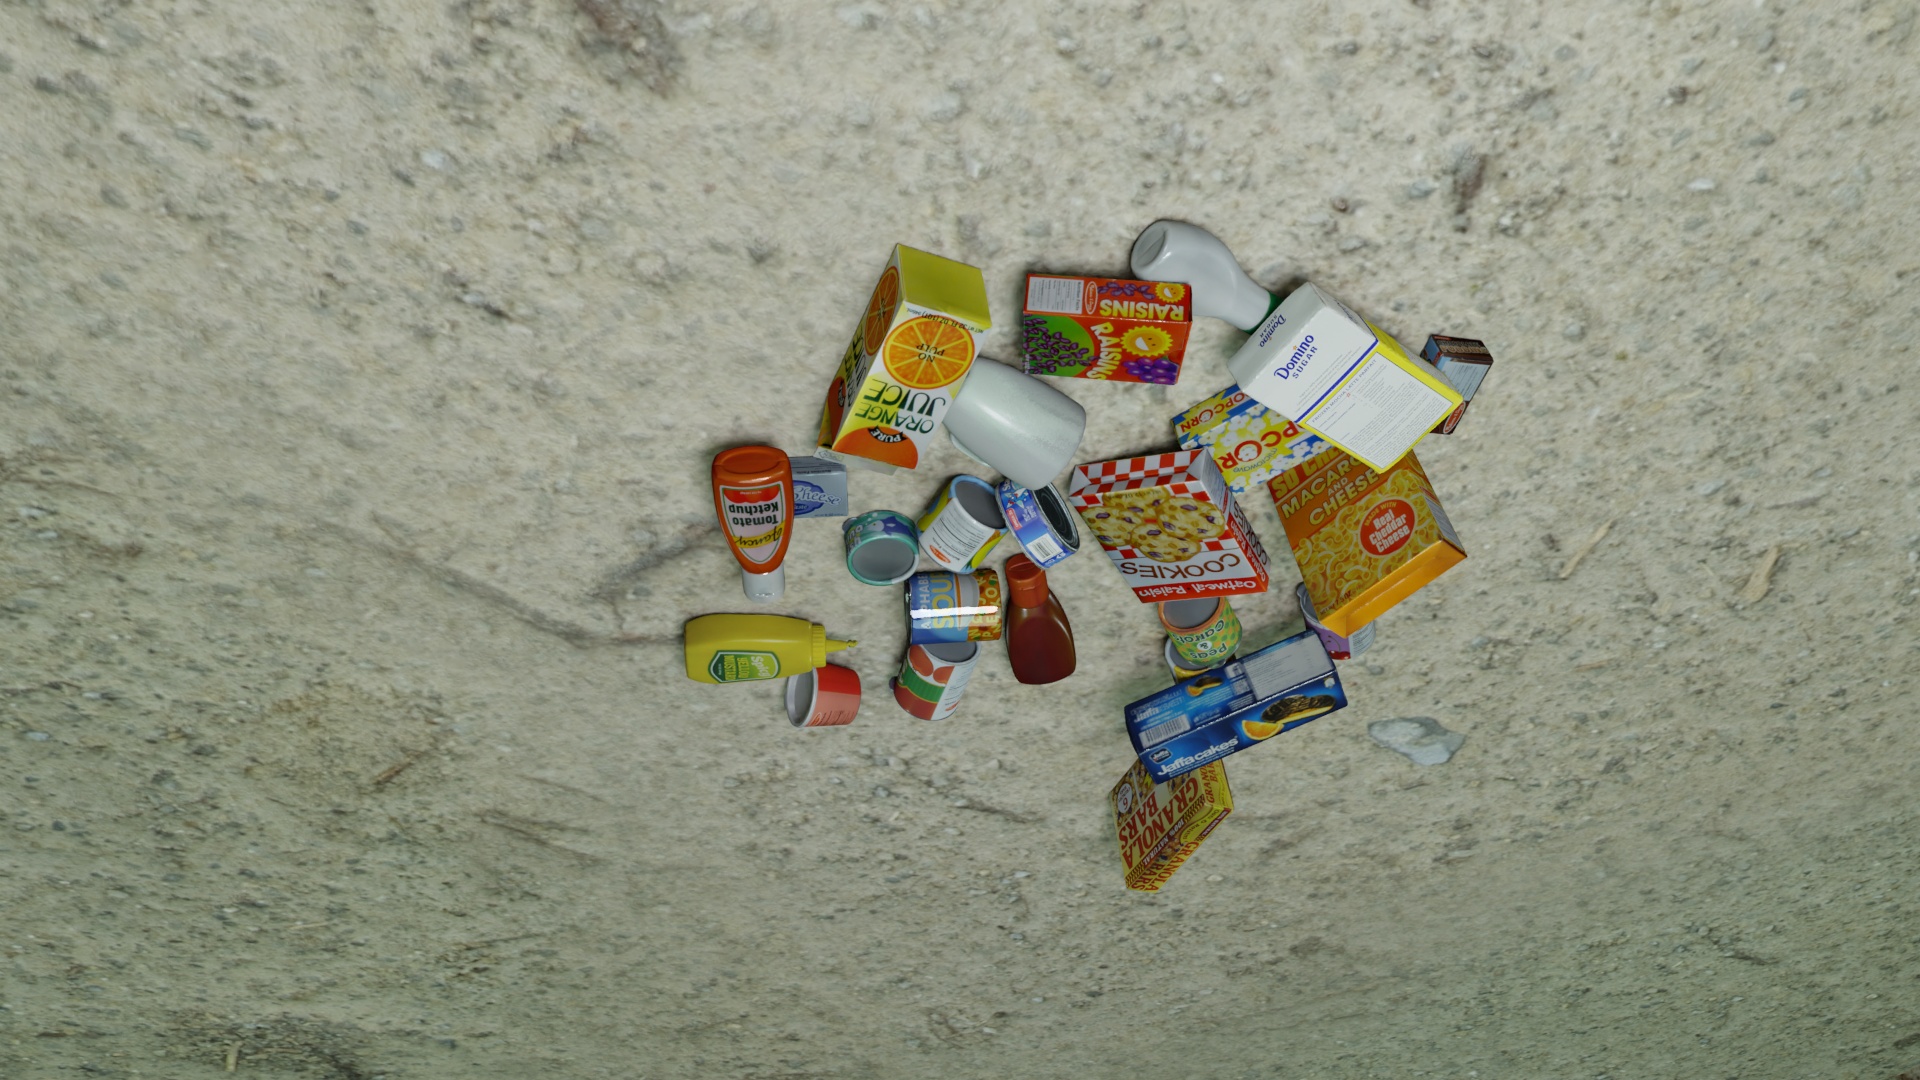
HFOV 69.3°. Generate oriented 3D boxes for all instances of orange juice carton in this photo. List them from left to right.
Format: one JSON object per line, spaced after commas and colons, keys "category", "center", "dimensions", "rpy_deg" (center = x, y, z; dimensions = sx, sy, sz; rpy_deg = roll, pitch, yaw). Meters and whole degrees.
{"category": "orange juice carton", "center": [-0.049, -0.124, 1.074], "dimensions": [0.072, 0.073, 0.191], "rpy_deg": [13, 132, -21]}

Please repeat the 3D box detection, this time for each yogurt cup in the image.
{"category": "yogurt cup", "center": [-0.131, 0.149, 1.342], "dimensions": [0.054, 0.073, 0.072], "rpy_deg": [10, 133, -29]}

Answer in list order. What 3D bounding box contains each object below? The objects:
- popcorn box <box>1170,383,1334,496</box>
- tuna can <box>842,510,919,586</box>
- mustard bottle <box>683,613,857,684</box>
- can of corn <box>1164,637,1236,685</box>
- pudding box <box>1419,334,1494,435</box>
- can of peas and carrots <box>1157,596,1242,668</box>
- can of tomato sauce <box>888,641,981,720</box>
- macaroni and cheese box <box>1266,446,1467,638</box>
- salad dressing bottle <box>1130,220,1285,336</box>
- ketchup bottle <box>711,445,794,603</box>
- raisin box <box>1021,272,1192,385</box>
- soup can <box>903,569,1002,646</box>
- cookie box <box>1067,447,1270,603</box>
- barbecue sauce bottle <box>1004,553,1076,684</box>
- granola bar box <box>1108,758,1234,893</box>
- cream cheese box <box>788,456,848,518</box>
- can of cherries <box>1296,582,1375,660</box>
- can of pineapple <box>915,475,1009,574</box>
{"category": "popcorn box", "center": [0.255, -0.095, 1.173], "dimensions": [0.126, 0.038, 0.085], "rpy_deg": [-28, 132, 19]}
{"category": "tuna can", "center": [-0.071, 0.007, 1.230], "dimensions": [0.071, 0.033, 0.070], "rpy_deg": [-5, 135, -5]}
{"category": "mustard bottle", "center": [-0.176, 0.100, 1.295], "dimensions": [0.160, 0.049, 0.065], "rpy_deg": [-2, 136, -6]}
{"category": "can of corn", "center": [0.241, 0.121, 1.366], "dimensions": [0.071, 0.071, 0.058], "rpy_deg": [-17, 134, 9]}
{"category": "pudding box", "center": [0.404, -0.130, 1.167], "dimensions": [0.050, 0.030, 0.083], "rpy_deg": [3, 134, -13]}
{"category": "can of peas and carrots", "center": [0.228, 0.078, 1.319], "dimensions": [0.071, 0.071, 0.058], "rpy_deg": [-23, 133, 14]}
{"category": "can of tomato sauce", "center": [-0.024, 0.120, 1.328], "dimensions": [0.071, 0.071, 0.082], "rpy_deg": [8, 132, -16]}
{"category": "macaroni and cheese box", "center": [0.337, -0.018, 1.171], "dimensions": [0.040, 0.167, 0.123], "rpy_deg": [30, 124, -33]}
{"category": "salad dressing bottle", "center": [0.199, -0.192, 1.065], "dimensions": [0.147, 0.044, 0.064], "rpy_deg": [23, 131, -30]}
{"category": "ketchup bottle", "center": [-0.168, -0.011, 1.154], "dimensions": [0.065, 0.044, 0.148], "rpy_deg": [-4, 135, -5]}
{"category": "raisin box", "center": [0.109, -0.159, 1.053], "dimensions": [0.123, 0.040, 0.085], "rpy_deg": [4, 153, 3]}
{"category": "soup can", "center": [-0.007, 0.060, 1.267], "dimensions": [0.084, 0.072, 0.071], "rpy_deg": [-3, 135, -6]}
{"category": "cookie box", "center": [0.186, -0.010, 1.219], "dimensions": [0.123, 0.040, 0.167], "rpy_deg": [-7, 141, 31]}
{"category": "barbecue sauce bottle", "center": [0.071, 0.075, 1.312], "dimensions": [0.065, 0.044, 0.147], "rpy_deg": [-11, 135, 3]}
{"category": "granola bar box", "center": [0.222, 0.278, 1.480], "dimensions": [0.039, 0.125, 0.164], "rpy_deg": [15, 131, -20]}
{"category": "cream cheese box", "center": [-0.147, -0.044, 1.174], "dimensions": [0.104, 0.024, 0.053], "rpy_deg": [-3, 134, -6]}
{"category": "can of cherries", "center": [0.362, 0.072, 1.340], "dimensions": [0.071, 0.072, 0.058], "rpy_deg": [-16, 135, 8]}
{"category": "can of pineapple", "center": [0.004, -0.015, 1.198], "dimensions": [0.071, 0.071, 0.057], "rpy_deg": [22, 128, -27]}
